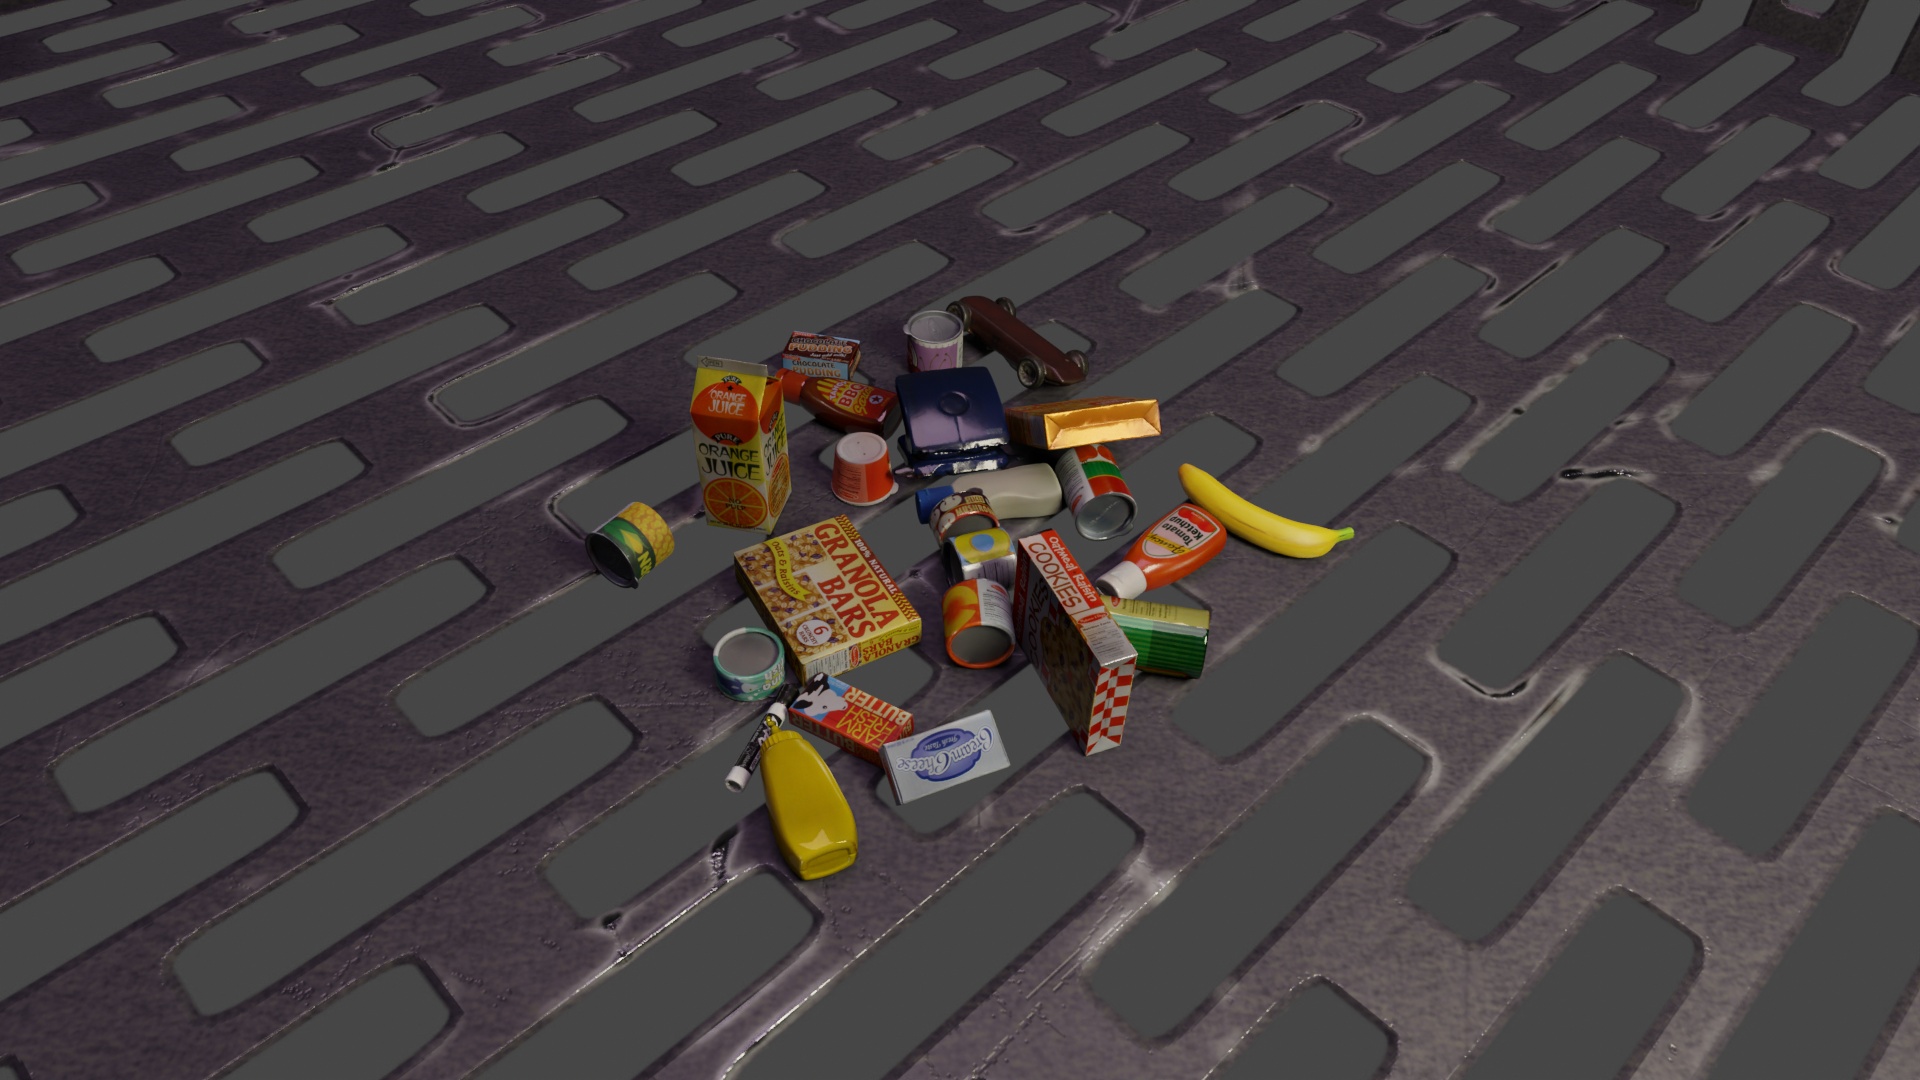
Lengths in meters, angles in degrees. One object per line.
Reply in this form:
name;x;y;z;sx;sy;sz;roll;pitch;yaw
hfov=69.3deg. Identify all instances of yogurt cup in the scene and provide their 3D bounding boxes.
yogurt cup;-0.104;-0.078;1.474;0.072;0.053;0.073;1;43;0

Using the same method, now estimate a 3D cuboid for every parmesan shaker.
parmesan shaker;0.176;0.091;1.296;0.103;0.071;0.072;9;44;6

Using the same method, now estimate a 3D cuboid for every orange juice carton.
orange juice carton;-0.220;-0.103;1.396;0.072;0.191;0.073;9;43;8

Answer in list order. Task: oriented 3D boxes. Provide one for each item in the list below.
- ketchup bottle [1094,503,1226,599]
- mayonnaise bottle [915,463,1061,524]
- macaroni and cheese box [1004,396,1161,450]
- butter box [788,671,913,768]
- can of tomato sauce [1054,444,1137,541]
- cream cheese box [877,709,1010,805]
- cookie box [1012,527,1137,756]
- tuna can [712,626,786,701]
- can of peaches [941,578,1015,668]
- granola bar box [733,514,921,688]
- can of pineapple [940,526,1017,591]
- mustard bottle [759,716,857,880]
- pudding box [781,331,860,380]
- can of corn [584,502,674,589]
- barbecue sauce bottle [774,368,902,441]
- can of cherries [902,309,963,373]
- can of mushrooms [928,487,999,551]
ketchup bottle;0.197;0.019;1.391;0.149;0.043;0.065;-33;53;-30
mayonnaise bottle;0.028;-0.045;1.455;0.148;0.041;0.065;-9;38;-9
macaroni and cheese box;0.126;-0.127;1.482;0.124;0.040;0.166;-8;9;-11
butter box;-0.098;0.160;1.245;0.103;0.024;0.053;23;47;20
can of tomato sauce;0.142;-0.051;1.447;0.071;0.070;0.083;-8;44;-10
cream cheese box;-0.014;0.188;1.203;0.104;0.024;0.053;-16;80;-18
cookie box;0.099;0.090;1.255;0.040;0.122;0.168;-14;46;-18
tuna can;-0.193;0.115;1.283;0.071;0.032;0.071;1;43;-1
can of peaches;0.015;0.080;1.307;0.071;0.070;0.058;-2;44;-5
granola bar box;-0.130;0.056;1.343;0.124;0.038;0.166;-20;48;-21
can of pineapple;0.019;0.023;1.365;0.058;0.070;0.071;-13;46;-16
mustard bottle;-0.136;0.209;1.175;0.065;0.048;0.161;-14;45;-17
pudding box;-0.163;-0.216;1.635;0.084;0.030;0.050;10;43;8
can of corn;-0.324;0.006;1.371;0.071;0.070;0.058;26;48;23
barbecue sauce bottle;-0.140;-0.157;1.563;0.148;0.043;0.065;19;47;18
can of cherries;-0.033;-0.229;1.633;0.071;0.058;0.072;1;45;-1
can of mushrooms;0.005;-0.018;1.403;0.071;0.070;0.033;-11;47;-14
